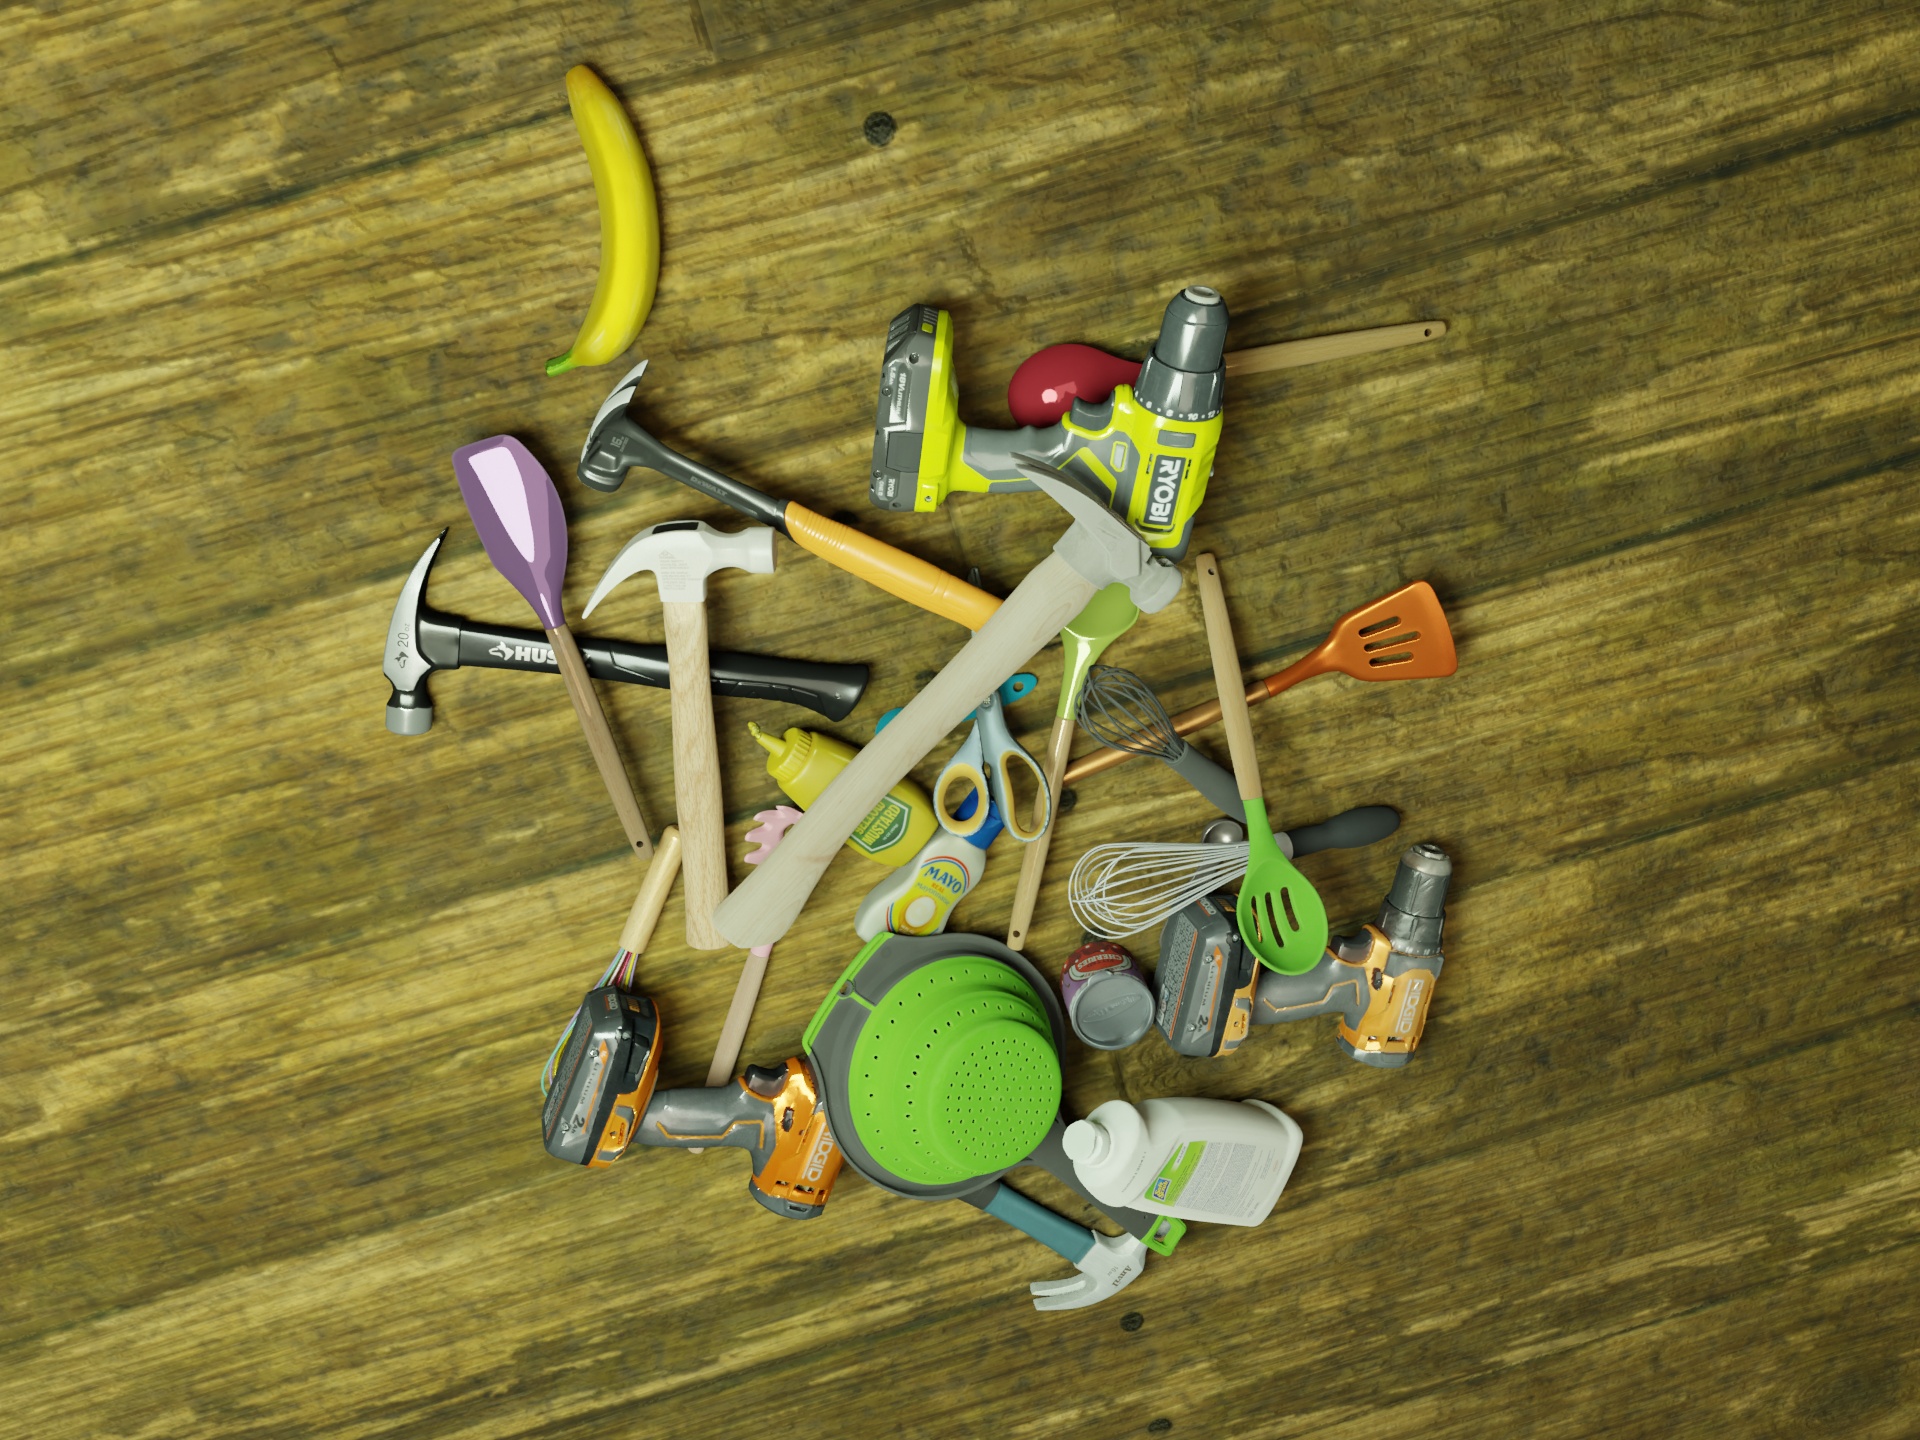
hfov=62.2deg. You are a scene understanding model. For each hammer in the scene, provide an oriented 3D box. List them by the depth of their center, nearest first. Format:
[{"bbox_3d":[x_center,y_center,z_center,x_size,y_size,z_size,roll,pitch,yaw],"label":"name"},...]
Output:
[{"bbox_3d":[-0.089,-0.128,1.074,0.336,0.127,0.034,25,63,-15],"label":"hammer"},{"bbox_3d":[-0.039,0.004,1.094,0.146,0.038,0.410,37,107,-24],"label":"hammer"},{"bbox_3d":[-0.189,0.019,1.117,0.130,0.031,0.331,1,117,0],"label":"hammer"},{"bbox_3d":[-0.232,-0.046,1.126,0.334,0.035,0.146,6,109,-10],"label":"hammer"},{"bbox_3d":[0.014,0.384,1.311,0.330,0.033,0.128,34,101,-17],"label":"hammer"}]

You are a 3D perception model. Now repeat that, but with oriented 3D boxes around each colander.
[{"bbox_3d":[0.062,0.316,1.211,0.396,0.094,0.204,42,76,-25],"label":"colander"}]

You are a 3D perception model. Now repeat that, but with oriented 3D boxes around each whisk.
[{"bbox_3d":[0.159,0.025,1.162,0.055,0.055,0.238,-48,131,10],"label":"whisk"},{"bbox_3d":[-0.260,0.188,1.204,0.051,0.047,0.245,19,102,-26],"label":"whisk"},{"bbox_3d":[0.212,0.103,1.209,0.284,0.070,0.070,-12,111,-18],"label":"whisk"}]

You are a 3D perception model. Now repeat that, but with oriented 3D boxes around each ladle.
[{"bbox_3d":[0.189,-0.248,1.115,0.315,0.031,0.069,-11,112,-5],"label":"ladle"},{"bbox_3d":[0.069,0.025,1.167,0.078,0.062,0.320,16,105,14],"label":"ladle"}]

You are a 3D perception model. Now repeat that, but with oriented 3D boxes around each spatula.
[{"bbox_3d":[-0.267,-0.043,1.094,0.060,0.018,0.315,-16,111,-1],"label":"spatula"},{"bbox_3d":[0.209,-0.012,1.193,0.322,0.041,0.081,-24,109,2],"label":"spatula"}]

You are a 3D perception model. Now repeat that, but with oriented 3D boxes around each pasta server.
[{"bbox_3d":[-0.165,0.204,1.221,0.060,0.040,0.316,24,108,14],"label":"pasta server"}]

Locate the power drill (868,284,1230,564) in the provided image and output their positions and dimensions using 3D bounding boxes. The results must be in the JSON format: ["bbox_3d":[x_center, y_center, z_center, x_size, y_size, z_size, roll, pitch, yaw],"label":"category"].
[{"bbox_3d":[0.061,-0.205,1.053,0.228,0.080,0.190,7,127,-3],"label":"power drill"}]

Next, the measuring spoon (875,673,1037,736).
[{"bbox_3d":[-0.002,-0.004,1.177,0.128,0.021,0.042,-23,111,2],"label":"measuring spoon"}]

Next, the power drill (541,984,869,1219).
[{"bbox_3d":[-0.178,0.272,1.186,0.226,0.084,0.164,19,98,-21],"label":"power drill"}]

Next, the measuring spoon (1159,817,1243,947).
[{"bbox_3d":[0.184,0.127,1.255,0.034,0.018,0.124,14,114,-24],"label":"measuring spoon"}]

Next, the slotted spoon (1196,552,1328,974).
[{"bbox_3d":[0.211,0.031,1.167,0.070,0.031,0.314,-12,91,-17],"label":"slotted spoon"}]

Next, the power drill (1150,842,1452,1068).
[{"bbox_3d":[0.277,0.180,1.246,0.226,0.084,0.185,5,109,-17],"label":"power drill"}]
